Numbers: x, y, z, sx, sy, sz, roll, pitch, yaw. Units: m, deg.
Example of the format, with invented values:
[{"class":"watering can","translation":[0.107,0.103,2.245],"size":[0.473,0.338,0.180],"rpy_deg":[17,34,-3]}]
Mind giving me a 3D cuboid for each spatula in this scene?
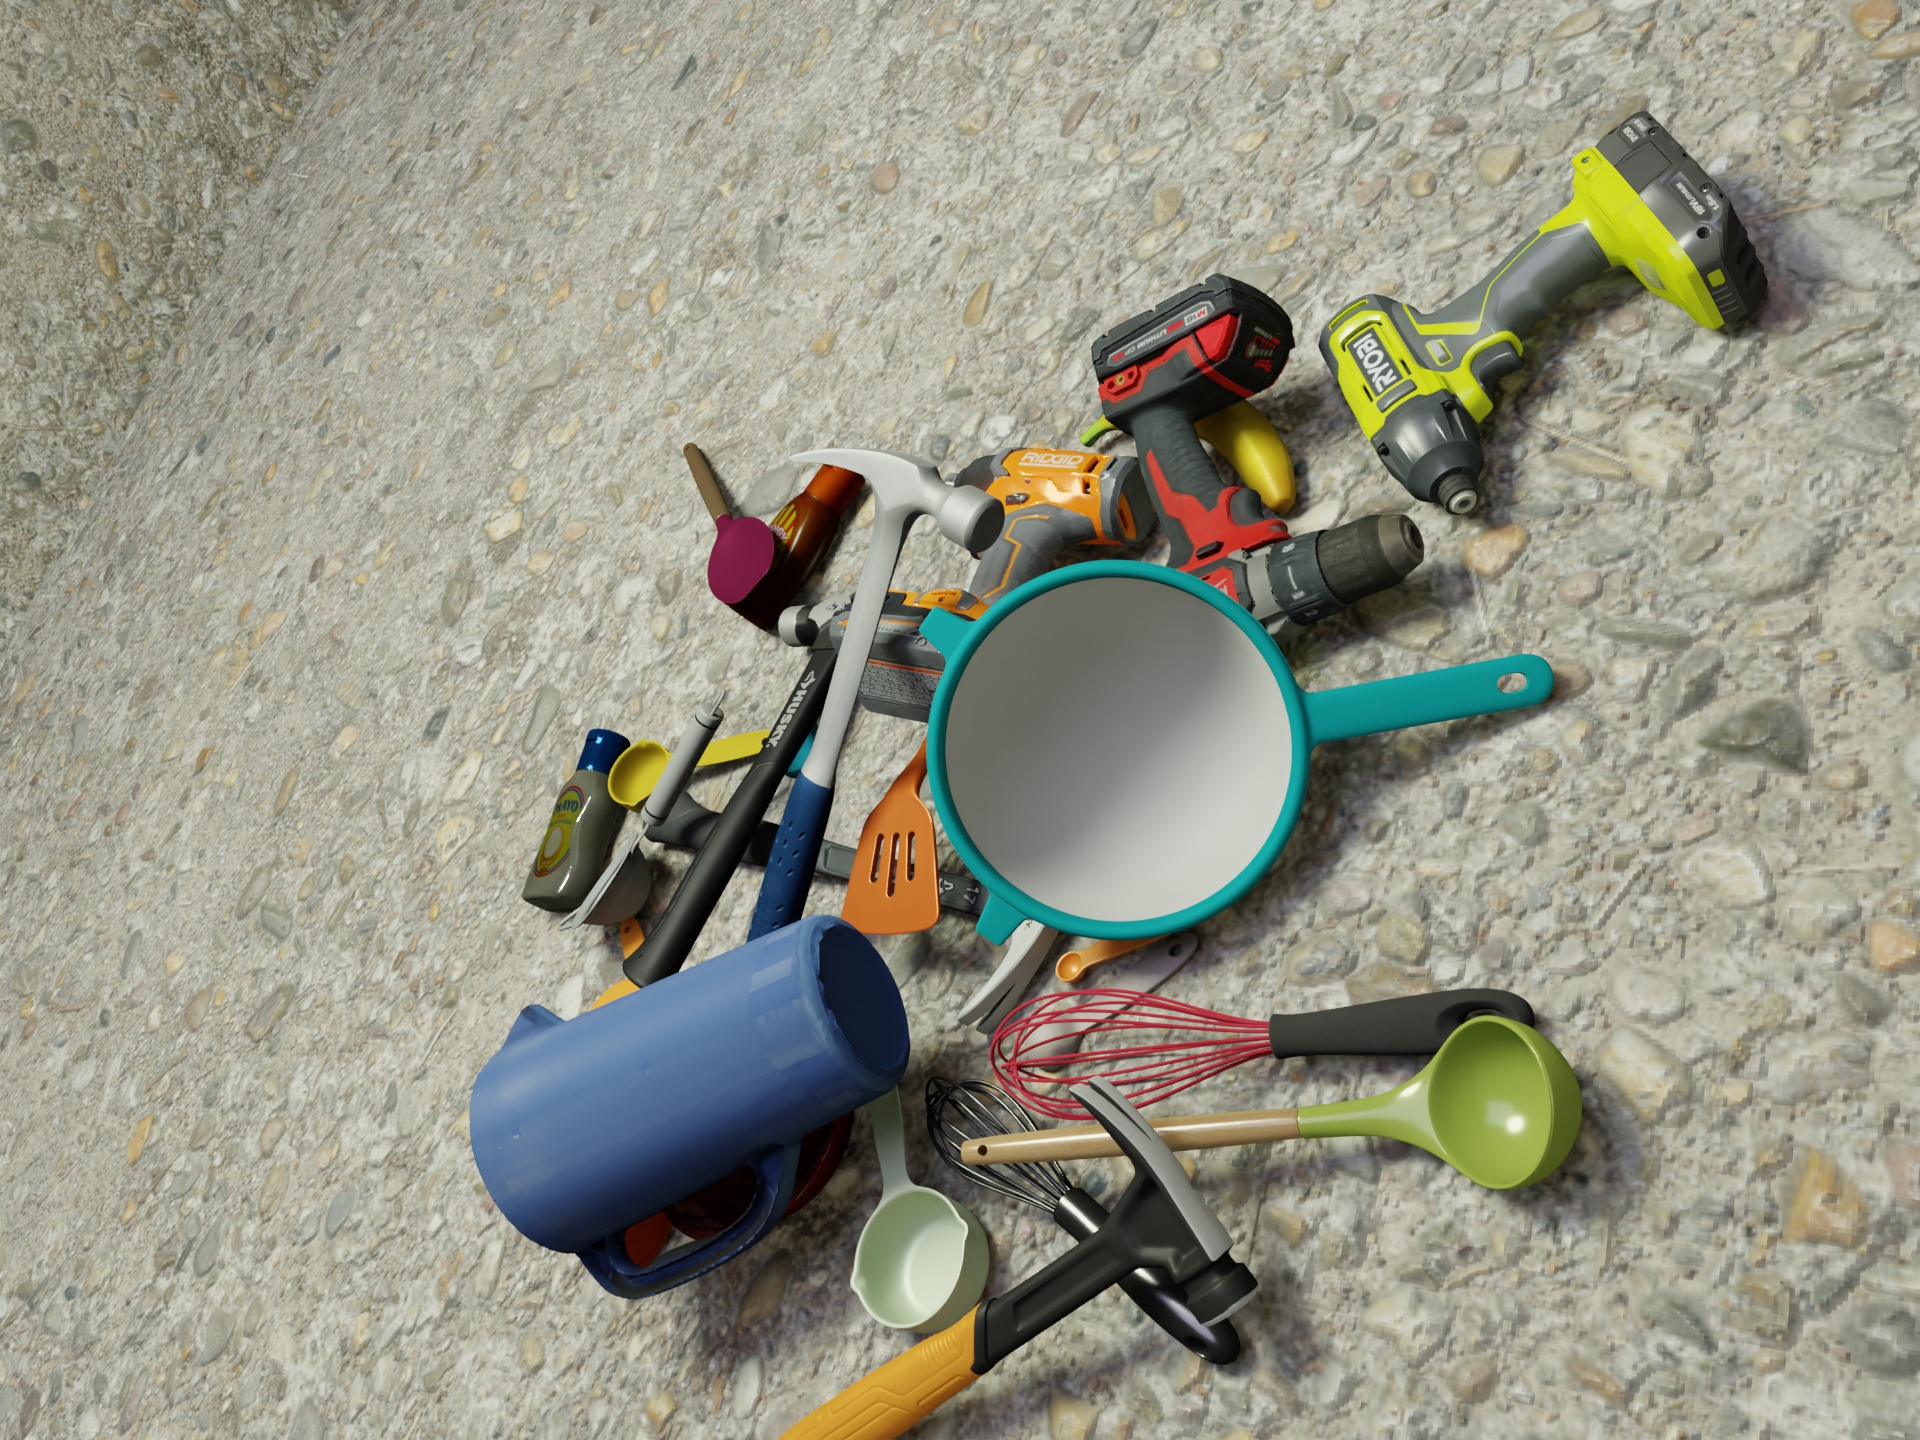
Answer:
[{"class":"spatula","translation":[-0.002,-0.003,1.057],"size":[0.081,0.041,0.323],"rpy_deg":[-8,45,38]}]

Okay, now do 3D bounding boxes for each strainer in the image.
[{"class":"strainer","translation":[-0.226,0.076,1.166],"size":[0.258,0.050,0.087],"rpy_deg":[-57,11,28]},{"class":"strainer","translation":[0.153,0.003,0.905],"size":[0.340,0.095,0.211],"rpy_deg":[-10,93,9]}]

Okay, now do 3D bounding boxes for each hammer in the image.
[{"class":"hammer","translation":[-0.138,0.047,1.118],"size":[0.146,0.035,0.335],"rpy_deg":[0,53,43]},{"class":"hammer","translation":[-0.089,0.101,1.090],"size":[0.409,0.036,0.149],"rpy_deg":[8,70,43]},{"class":"hammer","translation":[-0.090,0.023,0.996],"size":[0.144,0.035,0.405],"rpy_deg":[32,116,30]},{"class":"hammer","translation":[-0.008,0.324,0.827],"size":[0.337,0.034,0.127],"rpy_deg":[-43,71,23]}]

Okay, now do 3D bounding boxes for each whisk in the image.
[{"class":"whisk","translation":[0.058,0.264,0.853],"size":[0.239,0.055,0.055],"rpy_deg":[32,86,42]},{"class":"whisk","translation":[0.147,0.168,0.831],"size":[0.296,0.073,0.073],"rpy_deg":[-12,56,28]}]

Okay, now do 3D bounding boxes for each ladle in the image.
[{"class":"ladle","translation":[0.139,0.200,0.785],"size":[0.320,0.062,0.078],"rpy_deg":[-12,67,25]}]

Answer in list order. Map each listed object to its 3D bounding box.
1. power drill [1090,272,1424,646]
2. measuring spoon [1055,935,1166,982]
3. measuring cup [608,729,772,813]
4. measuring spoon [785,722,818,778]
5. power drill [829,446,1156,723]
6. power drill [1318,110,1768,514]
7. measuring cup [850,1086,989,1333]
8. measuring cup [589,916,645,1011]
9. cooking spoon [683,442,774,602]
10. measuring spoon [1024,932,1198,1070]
[{"class":"power drill","translation":[0.175,-0.152,0.967],"size":[0.188,0.080,0.227],"rpy_deg":[-21,68,37]},{"class":"measuring spoon","translation":[0.107,0.125,0.928],"size":[0.117,0.011,0.021],"rpy_deg":[-29,41,18]},{"class":"measuring cup","translation":[-0.203,0.036,1.243],"size":[0.156,0.029,0.062],"rpy_deg":[-14,54,19]},{"class":"measuring spoon","translation":[-0.105,-0.007,1.192],"size":[0.042,0.021,0.129],"rpy_deg":[-15,45,31]},{"class":"power drill","translation":[0.012,-0.101,1.061],"size":[0.164,0.084,0.226],"rpy_deg":[11,50,37]},{"class":"power drill","translation":[0.333,-0.229,0.924],"size":[0.223,0.080,0.171],"rpy_deg":[-35,46,23]},{"class":"measuring cup","translation":[-0.027,0.272,0.923],"size":[0.083,0.038,0.168],"rpy_deg":[-32,44,20]},{"class":"measuring cup","translation":[-0.239,0.196,1.139],"size":[0.095,0.052,0.174],"rpy_deg":[-39,45,13]},{"class":"cooking spoon","translation":[-0.203,-0.177,1.341],"size":[0.069,0.017,0.319],"rpy_deg":[-46,33,9]},{"class":"measuring spoon","translation":[0.085,0.158,0.916],"size":[0.124,0.018,0.034],"rpy_deg":[-39,44,13]}]
